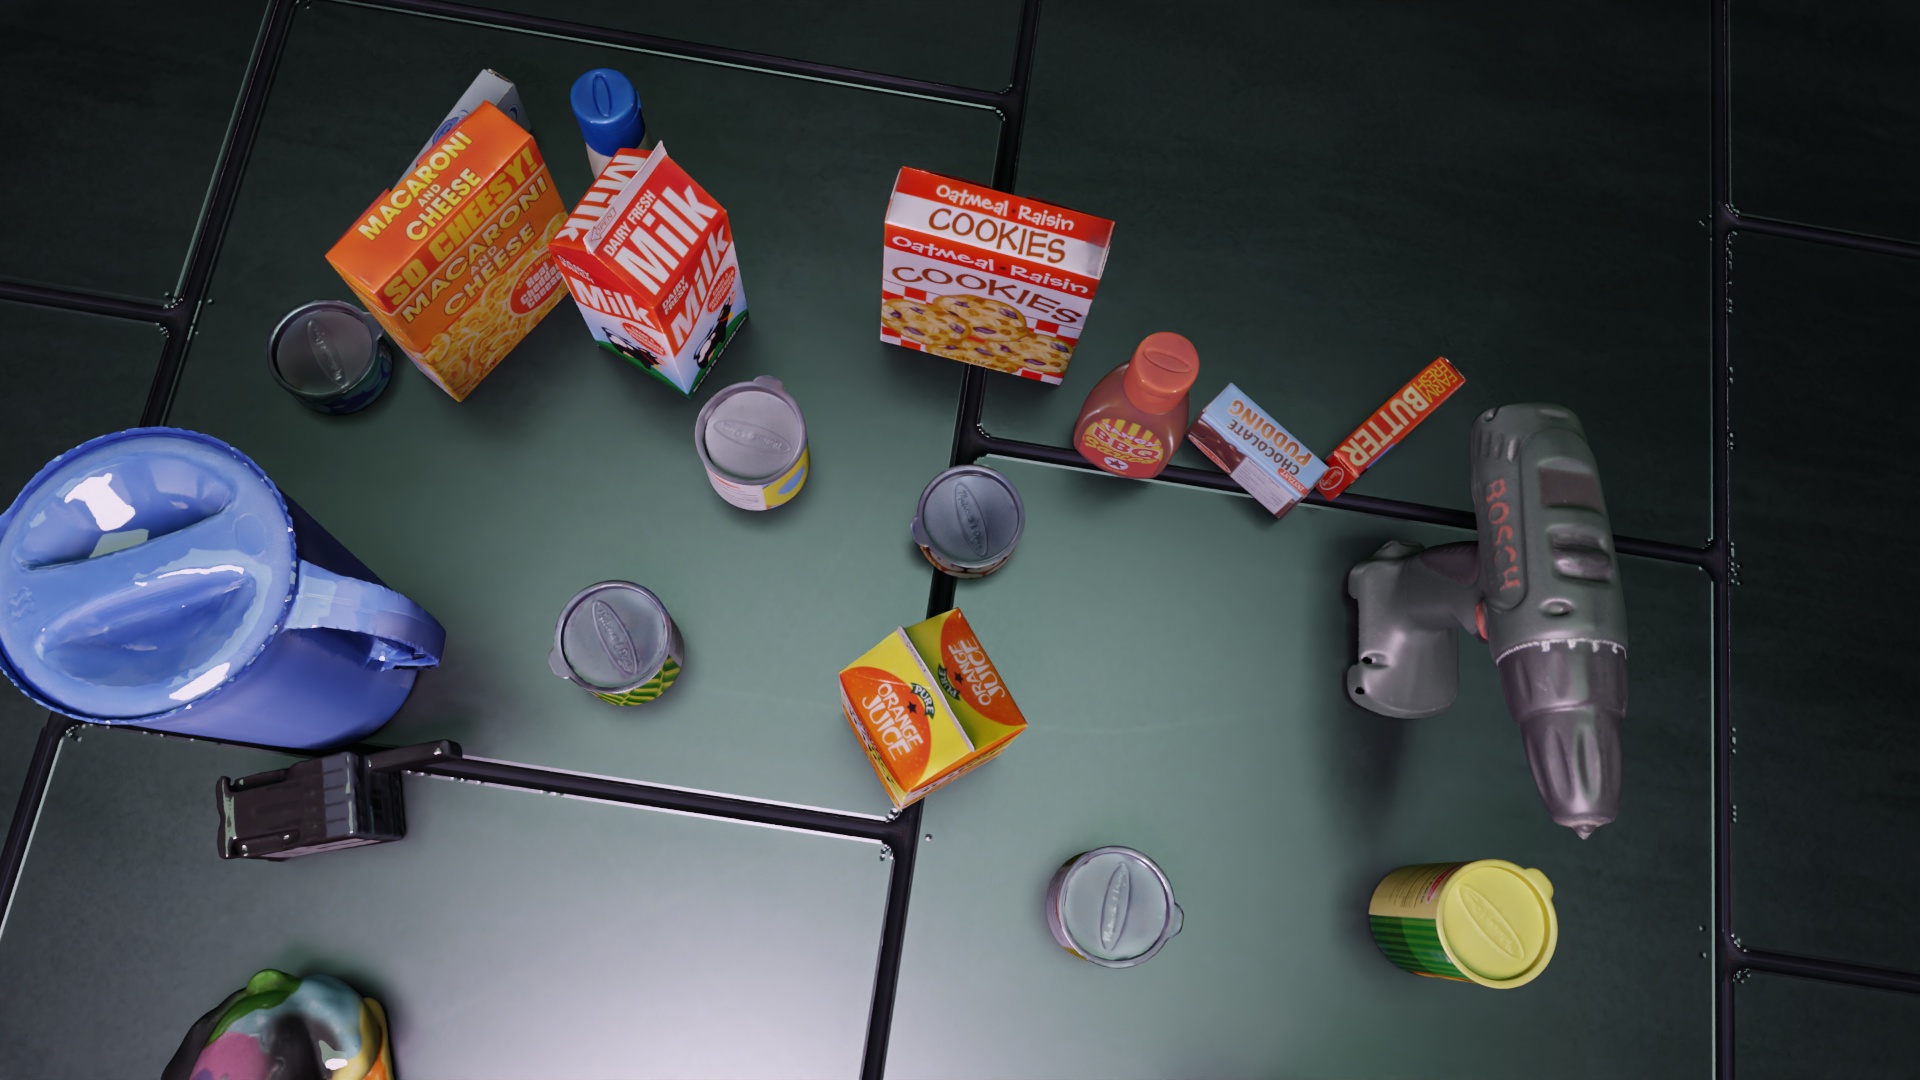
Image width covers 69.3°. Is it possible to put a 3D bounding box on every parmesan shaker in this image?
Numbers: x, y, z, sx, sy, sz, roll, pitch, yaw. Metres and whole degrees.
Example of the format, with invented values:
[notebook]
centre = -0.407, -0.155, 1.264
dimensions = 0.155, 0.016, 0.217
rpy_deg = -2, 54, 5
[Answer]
[parmesan shaker]
centre = 0.284, 0.214, 0.787
dimensions = 0.071, 0.103, 0.071
rpy_deg = 1, 75, -4

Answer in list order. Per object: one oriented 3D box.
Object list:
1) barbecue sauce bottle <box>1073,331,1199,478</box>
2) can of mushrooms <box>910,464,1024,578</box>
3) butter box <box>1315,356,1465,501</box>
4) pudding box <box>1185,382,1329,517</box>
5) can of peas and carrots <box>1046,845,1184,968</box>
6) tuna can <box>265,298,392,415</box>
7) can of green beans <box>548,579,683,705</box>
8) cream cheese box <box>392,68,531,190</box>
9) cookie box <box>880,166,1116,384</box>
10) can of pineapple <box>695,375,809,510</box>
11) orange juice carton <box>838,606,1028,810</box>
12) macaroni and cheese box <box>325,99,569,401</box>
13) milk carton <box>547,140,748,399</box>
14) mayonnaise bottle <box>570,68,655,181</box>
[barbecue sauce bottle]
centre = 0.108, -0.080, 0.830
dimensions = 0.065, 0.148, 0.044
rpy_deg = 22, 75, 2
[can of mushrooms]
centre = 0.003, -0.011, 0.863
dimensions = 0.071, 0.033, 0.071
rpy_deg = 1, 75, -4
[butter box]
centre = 0.272, -0.071, 0.889
dimensions = 0.104, 0.053, 0.024
rpy_deg = -40, 81, -13
[pudding box]
centre = 0.187, -0.056, 0.880
dimensions = 0.084, 0.049, 0.030
rpy_deg = 42, 77, 7
[can of peas and carrots]
centre = 0.087, 0.210, 0.796
dimensions = 0.071, 0.058, 0.071
rpy_deg = 1, 75, -4
[tuna can]
centre = -0.388, -0.115, 0.862
dimensions = 0.071, 0.032, 0.071
rpy_deg = 1, 75, -4
[can of green beans]
centre = -0.199, 0.061, 0.816
dimensions = 0.071, 0.057, 0.071
rpy_deg = 1, 75, -4
[cream cheese box]
centre = -0.319, -0.246, 0.892
dimensions = 0.024, 0.053, 0.104
rpy_deg = 29, 75, 4
[cookie box]
centre = 0.016, -0.154, 0.833
dimensions = 0.123, 0.167, 0.040
rpy_deg = 14, 75, 0
[can of pineapple]
centre = -0.125, -0.058, 0.854
dimensions = 0.071, 0.057, 0.071
rpy_deg = 1, 75, -4
[orange juice carton]
centre = -0.017, 0.093, 0.751
dimensions = 0.073, 0.192, 0.072
rpy_deg = -28, 79, -10
[macaroni and cheese box]
centre = -0.287, -0.164, 0.814
dimensions = 0.040, 0.166, 0.124
rpy_deg = 38, 76, 6
[milk carton]
centre = -0.180, -0.158, 0.808
dimensions = 0.073, 0.190, 0.072
rpy_deg = 31, 76, 4
[mayonnaise bottle]
centre = -0.206, -0.231, 0.848
dimensions = 0.041, 0.147, 0.065
rpy_deg = -11, 77, -7
